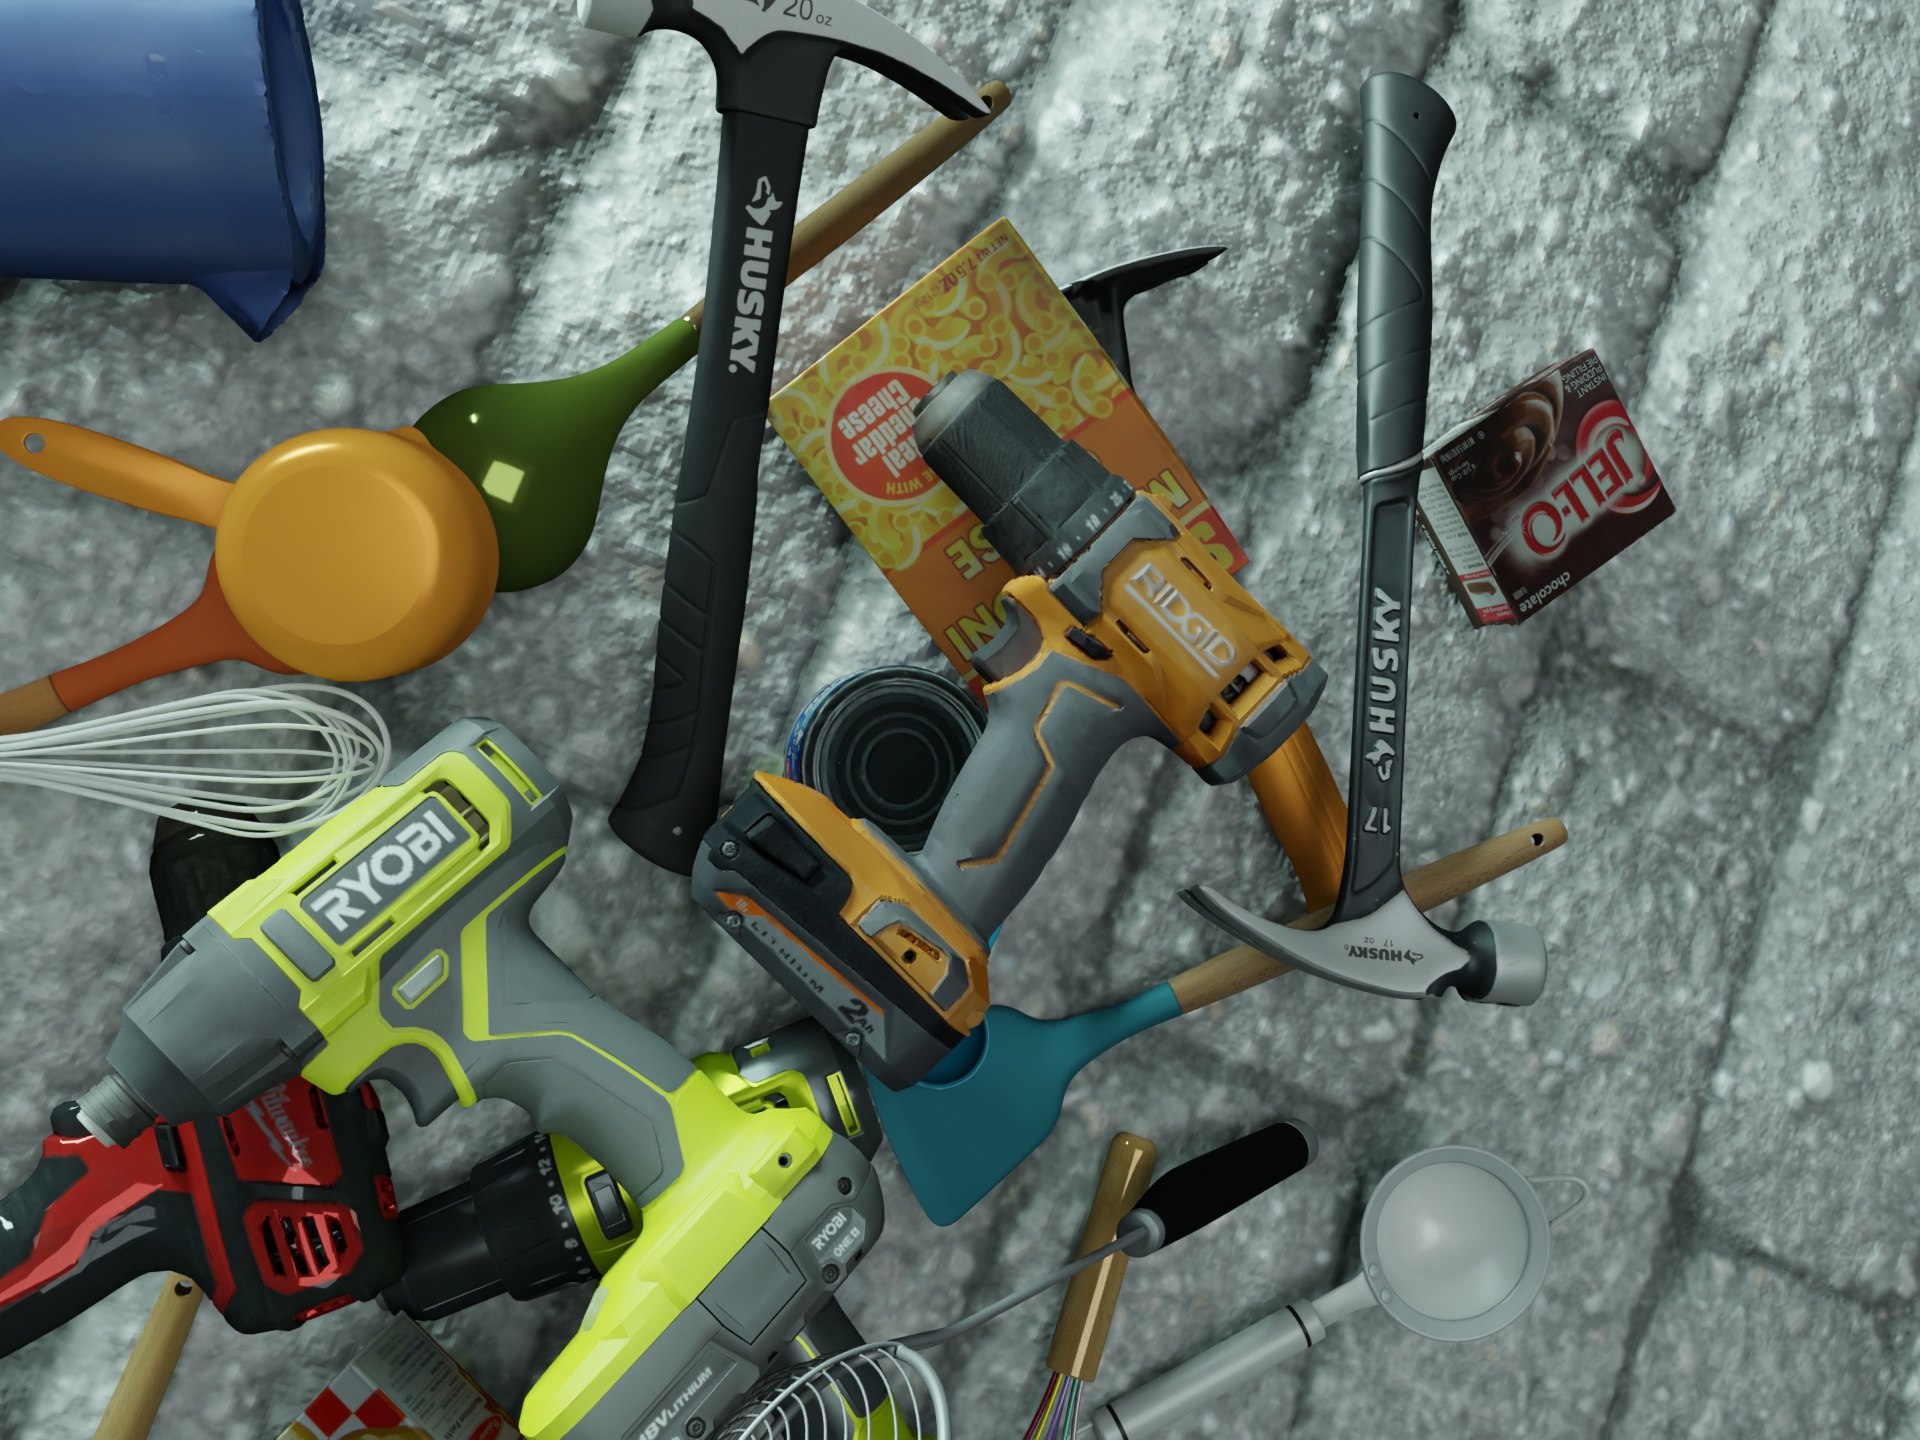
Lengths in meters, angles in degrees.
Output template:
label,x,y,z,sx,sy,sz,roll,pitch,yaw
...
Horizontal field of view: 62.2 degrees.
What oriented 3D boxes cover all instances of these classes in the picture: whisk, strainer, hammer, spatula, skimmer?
label,x,y,z,sx,sy,sz,roll,pitch,yaw
whisk,-0.320,0.012,0.533,0.246,0.057,0.059,0,58,-11
strainer,0.157,0.259,0.699,0.258,0.050,0.087,-24,89,-11
hammer,0.178,-0.089,0.681,0.149,0.036,0.409,7,78,-9
whisk,0.040,0.293,0.659,0.047,0.051,0.245,23,75,-15
spatula,-0.342,0.000,0.557,0.322,0.041,0.081,-27,97,-15
hammer,-0.083,-0.101,0.595,0.146,0.035,0.334,4,104,-23
hammer,0.123,-0.039,0.704,0.127,0.034,0.337,-27,95,-15
spatula,0.116,0.109,0.671,0.317,0.044,0.082,-24,82,-3
skimmer,0.039,0.233,0.572,0.363,0.127,0.090,-8,70,-47

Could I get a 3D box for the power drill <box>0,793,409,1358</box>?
label,x,y,z,sx,sy,sz,roll,pitch,yaw
power drill,-0.317,0.137,0.533,0.226,0.080,0.188,-17,76,-18

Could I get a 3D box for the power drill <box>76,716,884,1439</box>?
label,x,y,z,sx,sy,sz,roll,pitch,yaw
power drill,-0.150,0.131,0.519,0.223,0.080,0.171,46,64,0

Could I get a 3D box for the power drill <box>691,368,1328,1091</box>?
label,x,y,z,sx,sy,sz,roll,pitch,yaw
power drill,-0.001,-0.002,0.592,0.226,0.084,0.185,-45,95,-5

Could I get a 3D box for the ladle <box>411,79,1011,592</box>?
label,x,y,z,sx,sy,sz,roll,pitch,yaw
ladle,-0.093,-0.168,0.647,0.320,0.062,0.078,-44,100,-21

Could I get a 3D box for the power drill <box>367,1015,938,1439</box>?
label,x,y,z,sx,sy,sz,roll,pitch,yaw
power drill,-0.098,0.248,0.603,0.190,0.080,0.228,-21,92,-12

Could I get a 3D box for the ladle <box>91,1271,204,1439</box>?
label,x,y,z,sx,sy,sz,roll,pitch,yaw
ladle,-0.331,0.337,0.553,0.069,0.031,0.315,24,79,-17

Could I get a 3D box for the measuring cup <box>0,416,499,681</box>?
label,x,y,z,sx,sy,sz,roll,pitch,yaw
measuring cup,-0.246,-0.070,0.537,0.173,0.052,0.095,19,94,-10

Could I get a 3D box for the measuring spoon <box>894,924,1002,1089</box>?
label,x,y,z,sx,sy,sz,roll,pitch,yaw
measuring spoon,0.006,0.087,0.646,0.042,0.021,0.129,20,78,5
